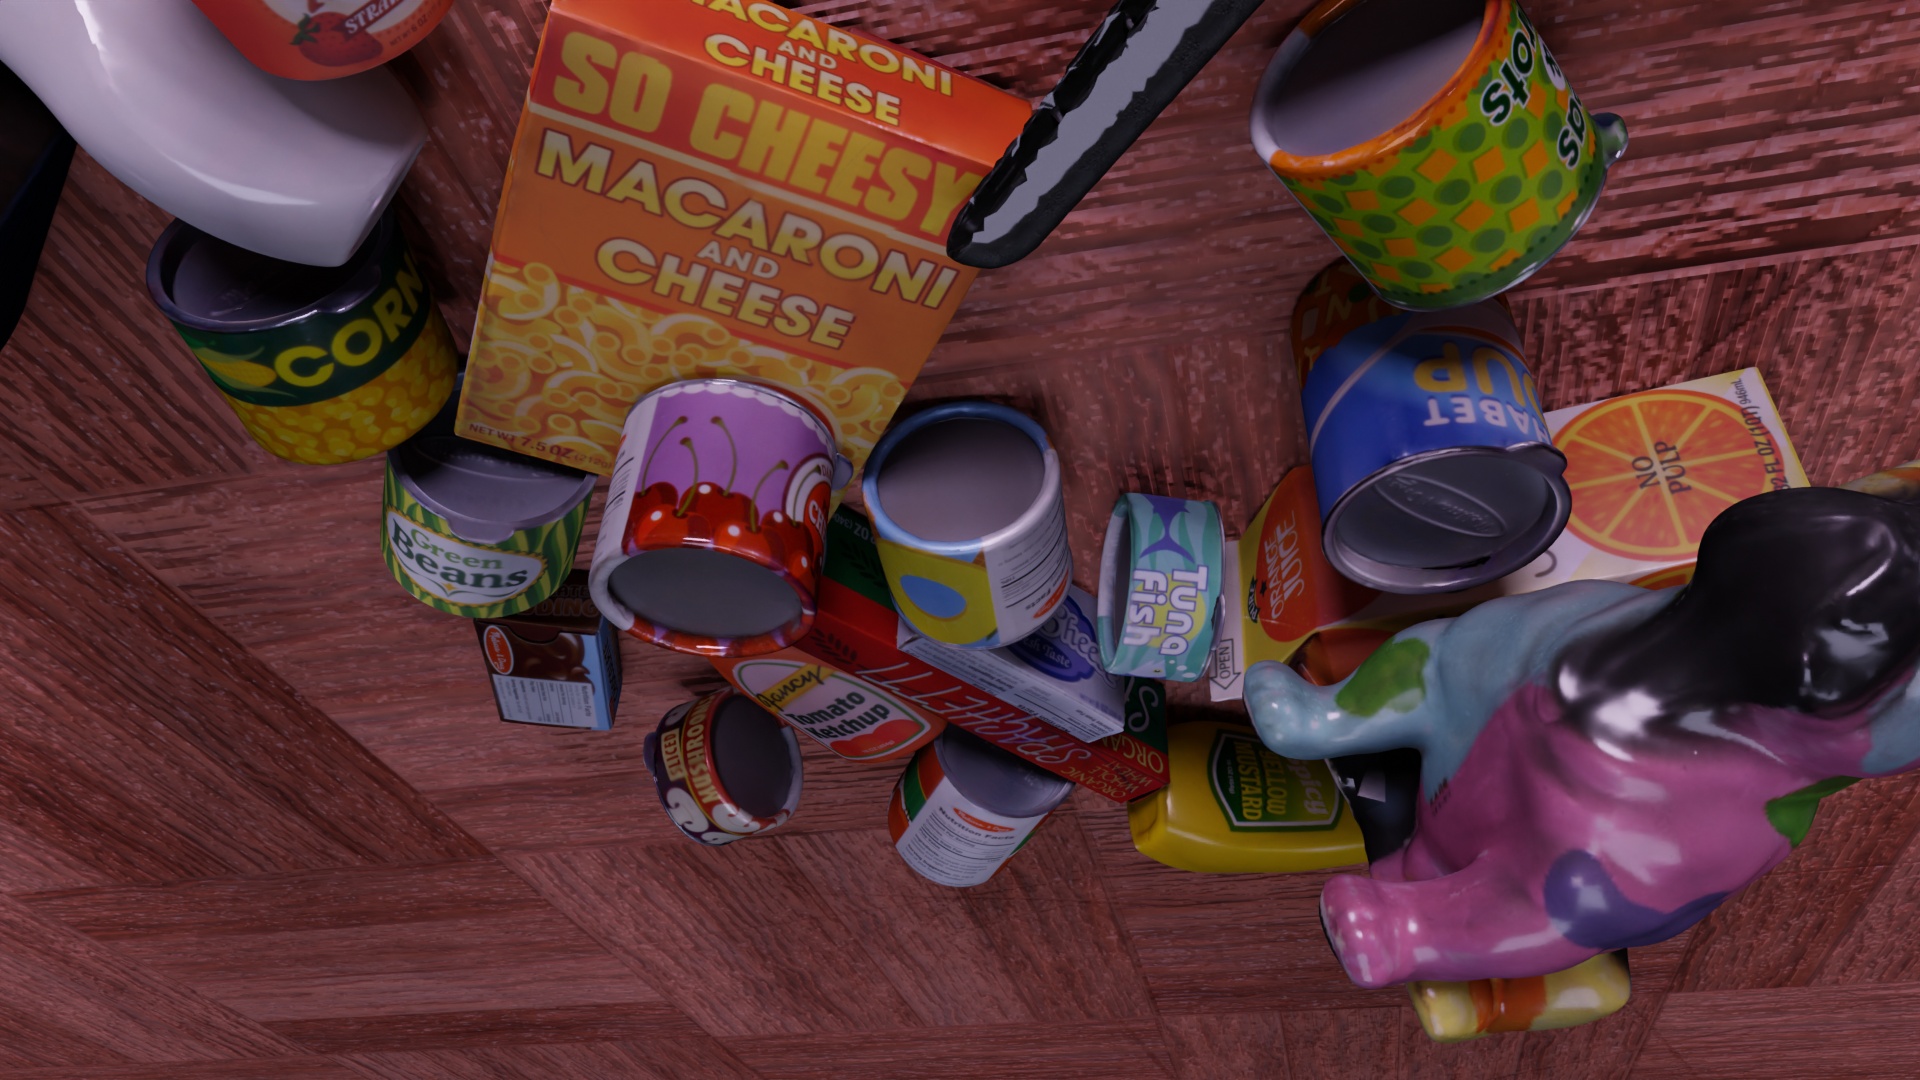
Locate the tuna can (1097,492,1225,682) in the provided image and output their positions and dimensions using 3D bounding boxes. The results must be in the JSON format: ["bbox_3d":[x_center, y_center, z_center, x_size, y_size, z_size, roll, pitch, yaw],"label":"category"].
[{"bbox_3d":[0.071,0.017,0.494,0.033,0.071,0.070,6,143,-4],"label":"tuna can"}]

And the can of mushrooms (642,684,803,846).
[{"bbox_3d":[-0.103,0.098,0.614,0.033,0.071,0.071,-22,137,28],"label":"can of mushrooms"}]

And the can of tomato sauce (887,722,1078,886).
[{"bbox_3d":[0.009,0.109,0.626,0.071,0.071,0.082,12,142,-13],"label":"can of tomato sauce"}]

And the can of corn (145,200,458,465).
[{"bbox_3d":[-0.184,-0.063,0.400,0.071,0.071,0.058,0,144,3],"label":"can of corn"}]

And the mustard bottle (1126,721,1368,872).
[{"bbox_3d":[0.157,0.120,0.638,0.160,0.065,0.048,6,149,-15],"label":"mustard bottle"}]

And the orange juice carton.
[{"bbox_3d":[0.179,0.010,0.479,0.192,0.072,0.072,-12,140,18],"label":"orange juice carton"}]

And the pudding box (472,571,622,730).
[{"bbox_3d":[-0.169,0.046,0.579,0.050,0.030,0.083,7,143,-4],"label":"pudding box"}]

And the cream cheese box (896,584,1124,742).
[{"bbox_3d":[0.022,0.035,0.534,0.103,0.053,0.024,30,137,-32],"label":"cream cheese box"}]

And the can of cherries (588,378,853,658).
[{"bbox_3d":[-0.070,-0.005,0.413,0.071,0.059,0.071,2,145,1],"label":"can of cherries"}]

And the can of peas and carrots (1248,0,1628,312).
[{"bbox_3d":[0.115,-0.100,0.338,0.070,0.071,0.058,-27,134,33],"label":"can of peas and carrots"}]

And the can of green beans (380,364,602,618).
[{"bbox_3d":[-0.158,-0.016,0.465,0.071,0.071,0.057,14,142,-15],"label":"can of green beans"}]

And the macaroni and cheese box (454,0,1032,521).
[{"bbox_3d":[-0.070,-0.076,0.401,0.124,0.040,0.165,15,142,-18],"label":"macaroni and cheese box"}]

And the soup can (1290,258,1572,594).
[{"bbox_3d":[0.136,-0.038,0.406,0.071,0.084,0.071,1,143,1],"label":"soup can"}]

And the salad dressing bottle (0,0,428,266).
[{"bbox_3d":[-0.205,-0.124,0.330,0.147,0.064,0.044,32,145,-23],"label":"salad dressing bottle"}]

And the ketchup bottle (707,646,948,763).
[{"bbox_3d":[-0.070,0.040,0.554,0.064,0.044,0.148,-23,136,30],"label":"ketchup bottle"}]

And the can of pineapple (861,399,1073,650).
[{"bbox_3d":[0.002,-0.006,0.471,0.071,0.071,0.057,-3,142,7],"label":"can of pineapple"}]

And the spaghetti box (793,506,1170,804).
[{"bbox_3d":[-0.007,0.039,0.545,0.250,0.050,0.028,30,136,-32],"label":"spaghetti box"}]

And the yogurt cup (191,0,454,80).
[{"bbox_3d":[-0.146,-0.139,0.303,0.072,0.073,0.053,-3,151,7],"label":"yogurt cup"}]
